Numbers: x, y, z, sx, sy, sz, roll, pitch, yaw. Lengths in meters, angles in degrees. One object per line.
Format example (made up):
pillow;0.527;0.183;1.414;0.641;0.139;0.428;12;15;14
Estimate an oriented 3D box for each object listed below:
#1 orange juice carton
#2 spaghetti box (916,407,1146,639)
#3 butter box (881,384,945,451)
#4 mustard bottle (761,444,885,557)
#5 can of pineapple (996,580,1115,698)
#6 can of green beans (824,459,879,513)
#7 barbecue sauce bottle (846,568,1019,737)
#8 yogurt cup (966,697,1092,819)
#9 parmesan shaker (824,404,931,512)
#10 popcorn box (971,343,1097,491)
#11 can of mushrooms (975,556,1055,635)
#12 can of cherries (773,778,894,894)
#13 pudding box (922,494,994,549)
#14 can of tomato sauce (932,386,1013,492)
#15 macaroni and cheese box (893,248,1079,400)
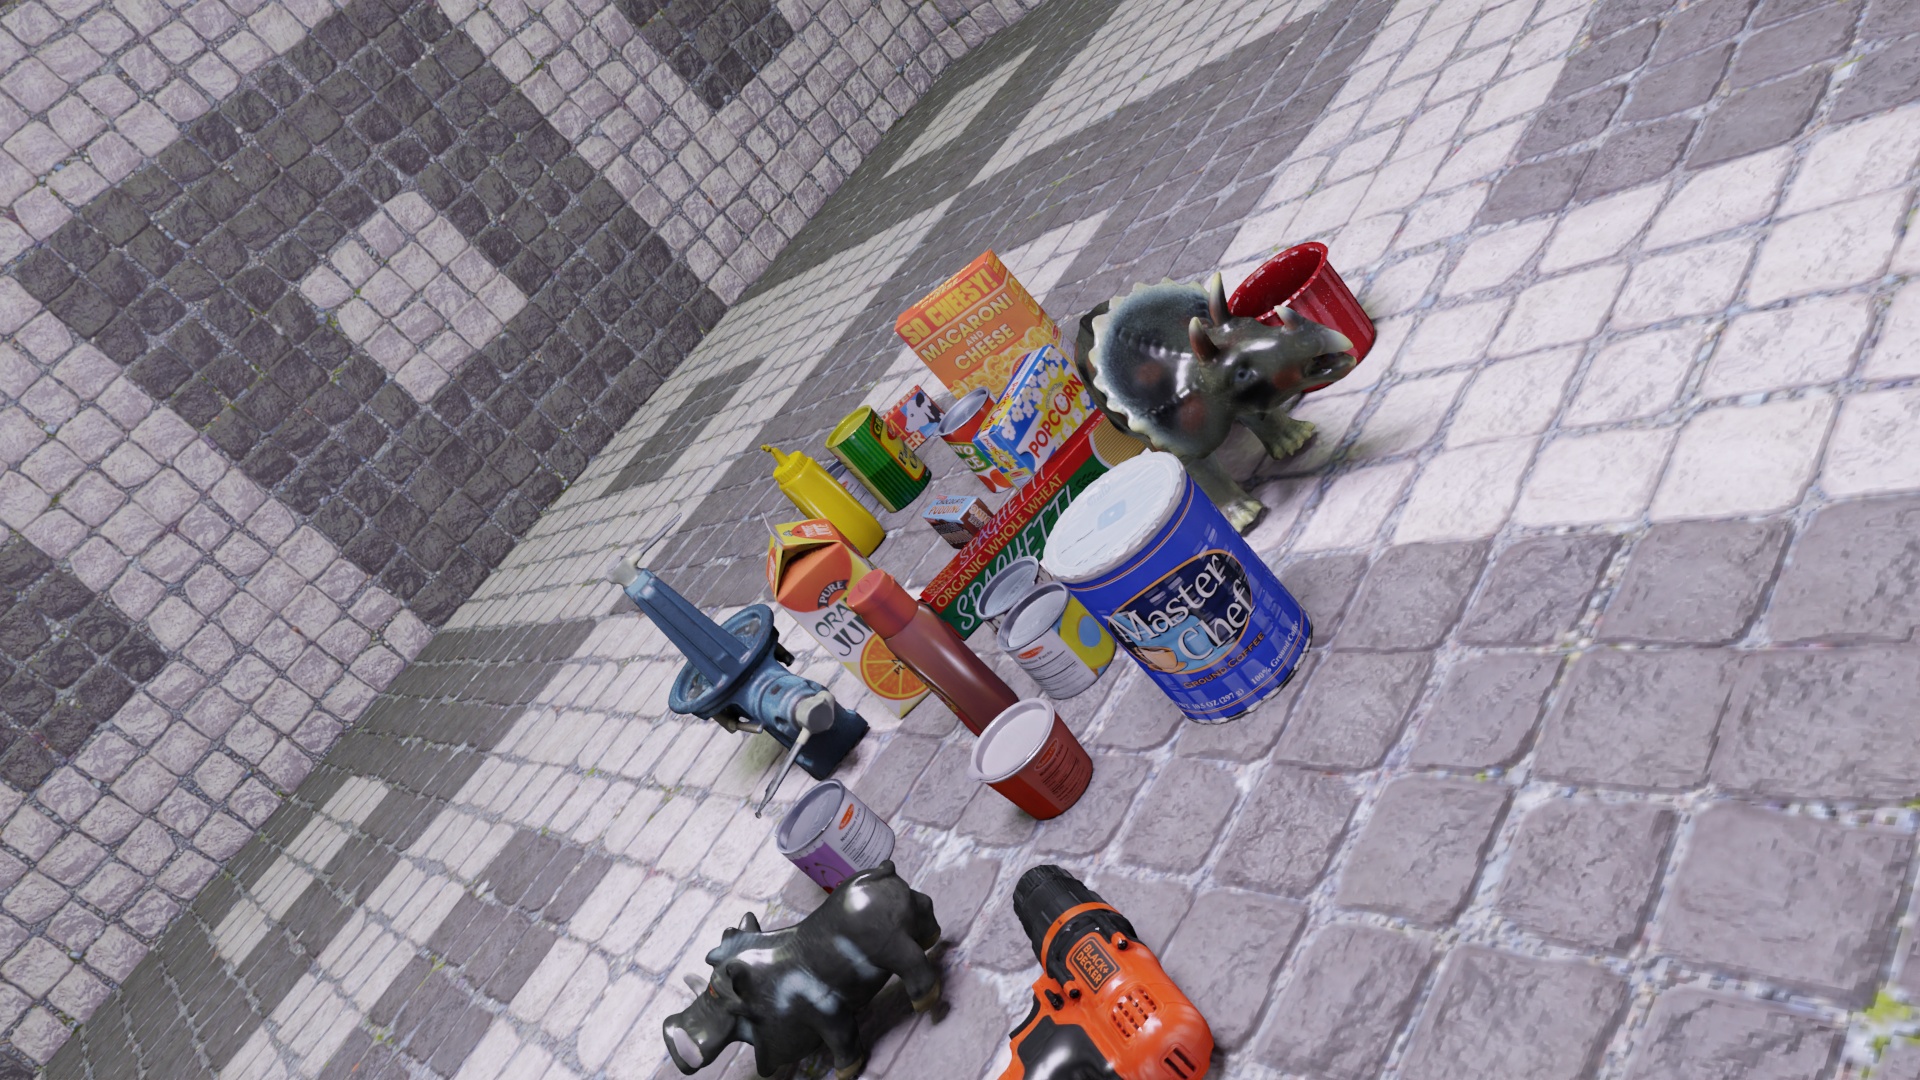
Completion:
orange juice carton;-0.093;0.050;1.139;0.073;0.192;0.072;-43;21;1
spaghetti box;0.066;-0.021;1.187;0.250;0.050;0.029;-46;21;-7
butter box;-0.069;-0.128;1.616;0.103;0.053;0.024;-42;21;4
mustard bottle;-0.149;-0.047;1.461;0.049;0.160;0.065;-49;22;-14
can of pineapple;0.070;0.070;1.002;0.071;0.057;0.071;-36;23;18
can of green beans;-0.131;-0.053;1.580;0.071;0.057;0.071;-36;23;18
barbecue sauce bottle;-0.020;0.082;1.015;0.044;0.148;0.065;-45;21;-2
yogurt cup;0.049;0.145;0.907;0.072;0.054;0.073;-36;23;18
parmesan shaker;-0.089;-0.089;1.512;0.071;0.103;0.071;-36;22;18
popcorn box;0.074;-0.110;1.288;0.038;0.085;0.127;-17;33;49
can of mushrooms;0.048;0.048;1.115;0.071;0.033;0.071;-36;23;18
can of cherries;-0.092;0.218;1.013;0.071;0.058;0.072;-36;23;18
pudding box;0.005;-0.016;1.286;0.030;0.049;0.083;-50;22;-15
can of tomato sauce;0.027;-0.096;1.349;0.071;0.083;0.071;-36;23;18
macaroni and cheese box;0.034;-0.193;1.403;0.123;0.166;0.040;-33;24;26
